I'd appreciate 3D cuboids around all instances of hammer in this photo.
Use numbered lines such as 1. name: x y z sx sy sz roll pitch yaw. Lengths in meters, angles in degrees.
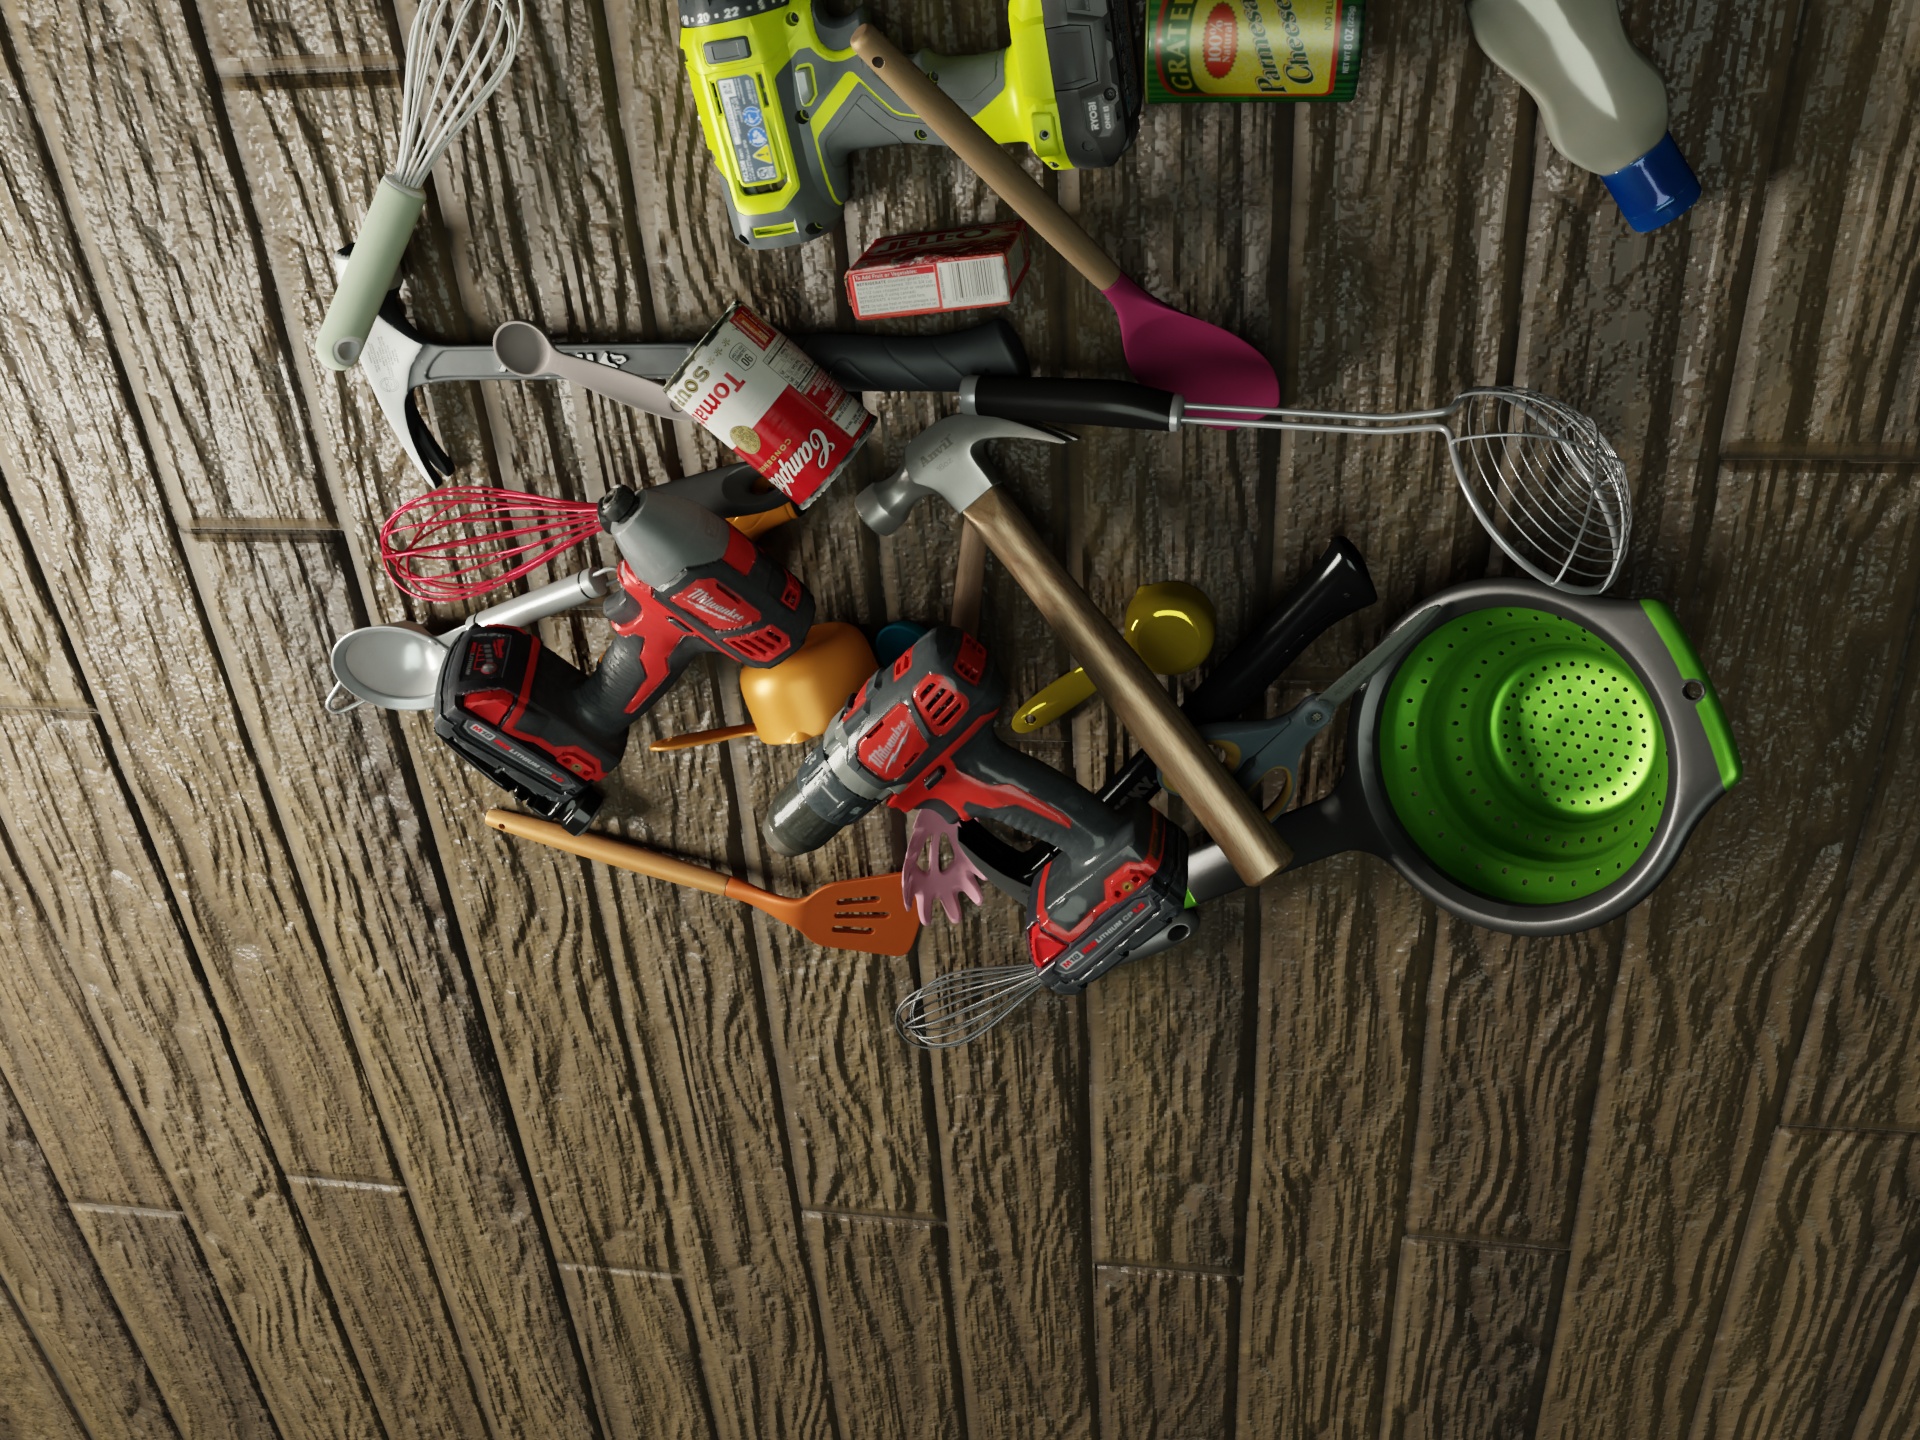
1. hammer: -0.162 -0.208 0.940 0.409 0.036 0.149 2 123 9
2. hammer: -0.214 -0.058 1.042 0.127 0.034 0.336 38 120 -14
3. hammer: 0.132 0.010 0.989 0.146 0.035 0.334 26 126 -22
4. hammer: 0.084 -0.042 0.935 0.130 0.031 0.331 -38 91 26

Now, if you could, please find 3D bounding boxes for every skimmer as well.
1. skimmer: 0.179 -0.140 0.870 0.363 0.127 0.090 7 140 14

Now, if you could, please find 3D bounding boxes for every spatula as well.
1. spatula: -0.187 0.108 1.147 0.322 0.041 0.081 15 124 6

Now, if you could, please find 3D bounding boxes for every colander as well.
1. colander: 0.284 0.043 0.976 0.397 0.094 0.204 -28 79 44

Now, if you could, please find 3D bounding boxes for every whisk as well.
1. whisk: 0.060 0.182 1.130 0.239 0.055 0.055 -23 114 18
2. whisk: -0.234 -0.123 0.977 0.296 0.073 0.073 -7 119 18
3. whisk: -0.305 -0.303 0.880 0.059 0.057 0.246 44 113 29

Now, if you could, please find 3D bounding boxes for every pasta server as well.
1. pasta server: -0.002 -0.003 1.032 0.060 0.040 0.316 -3 122 -16

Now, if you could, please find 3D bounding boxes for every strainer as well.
1. strainer: -0.319 -0.060 1.043 0.258 0.050 0.086 -17 140 26

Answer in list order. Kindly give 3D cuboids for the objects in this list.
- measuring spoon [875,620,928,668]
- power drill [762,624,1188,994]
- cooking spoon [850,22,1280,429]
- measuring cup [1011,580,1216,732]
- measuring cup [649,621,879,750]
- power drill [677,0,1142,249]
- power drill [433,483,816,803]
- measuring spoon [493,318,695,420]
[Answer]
1. measuring spoon: -0.033 -0.015 1.047 0.042 0.021 0.128 20 134 18
2. power drill: 0.007 0.068 0.970 0.226 0.080 0.188 39 119 -15
3. cooking spoon: 0.061 -0.244 0.819 0.069 0.017 0.318 -20 139 39
4. measuring cup: 0.092 -0.029 1.001 0.156 0.029 0.062 -35 109 24
5. measuring cup: -0.134 -0.019 1.020 0.173 0.095 0.052 -12 110 21
6. power drill: -0.033 -0.351 0.803 0.228 0.080 0.190 -3 121 16
7. power drill: -0.210 -0.050 0.960 0.219 0.079 0.143 -32 129 26
8. measuring spoon: -0.209 -0.203 0.926 0.124 0.018 0.034 19 127 -11
